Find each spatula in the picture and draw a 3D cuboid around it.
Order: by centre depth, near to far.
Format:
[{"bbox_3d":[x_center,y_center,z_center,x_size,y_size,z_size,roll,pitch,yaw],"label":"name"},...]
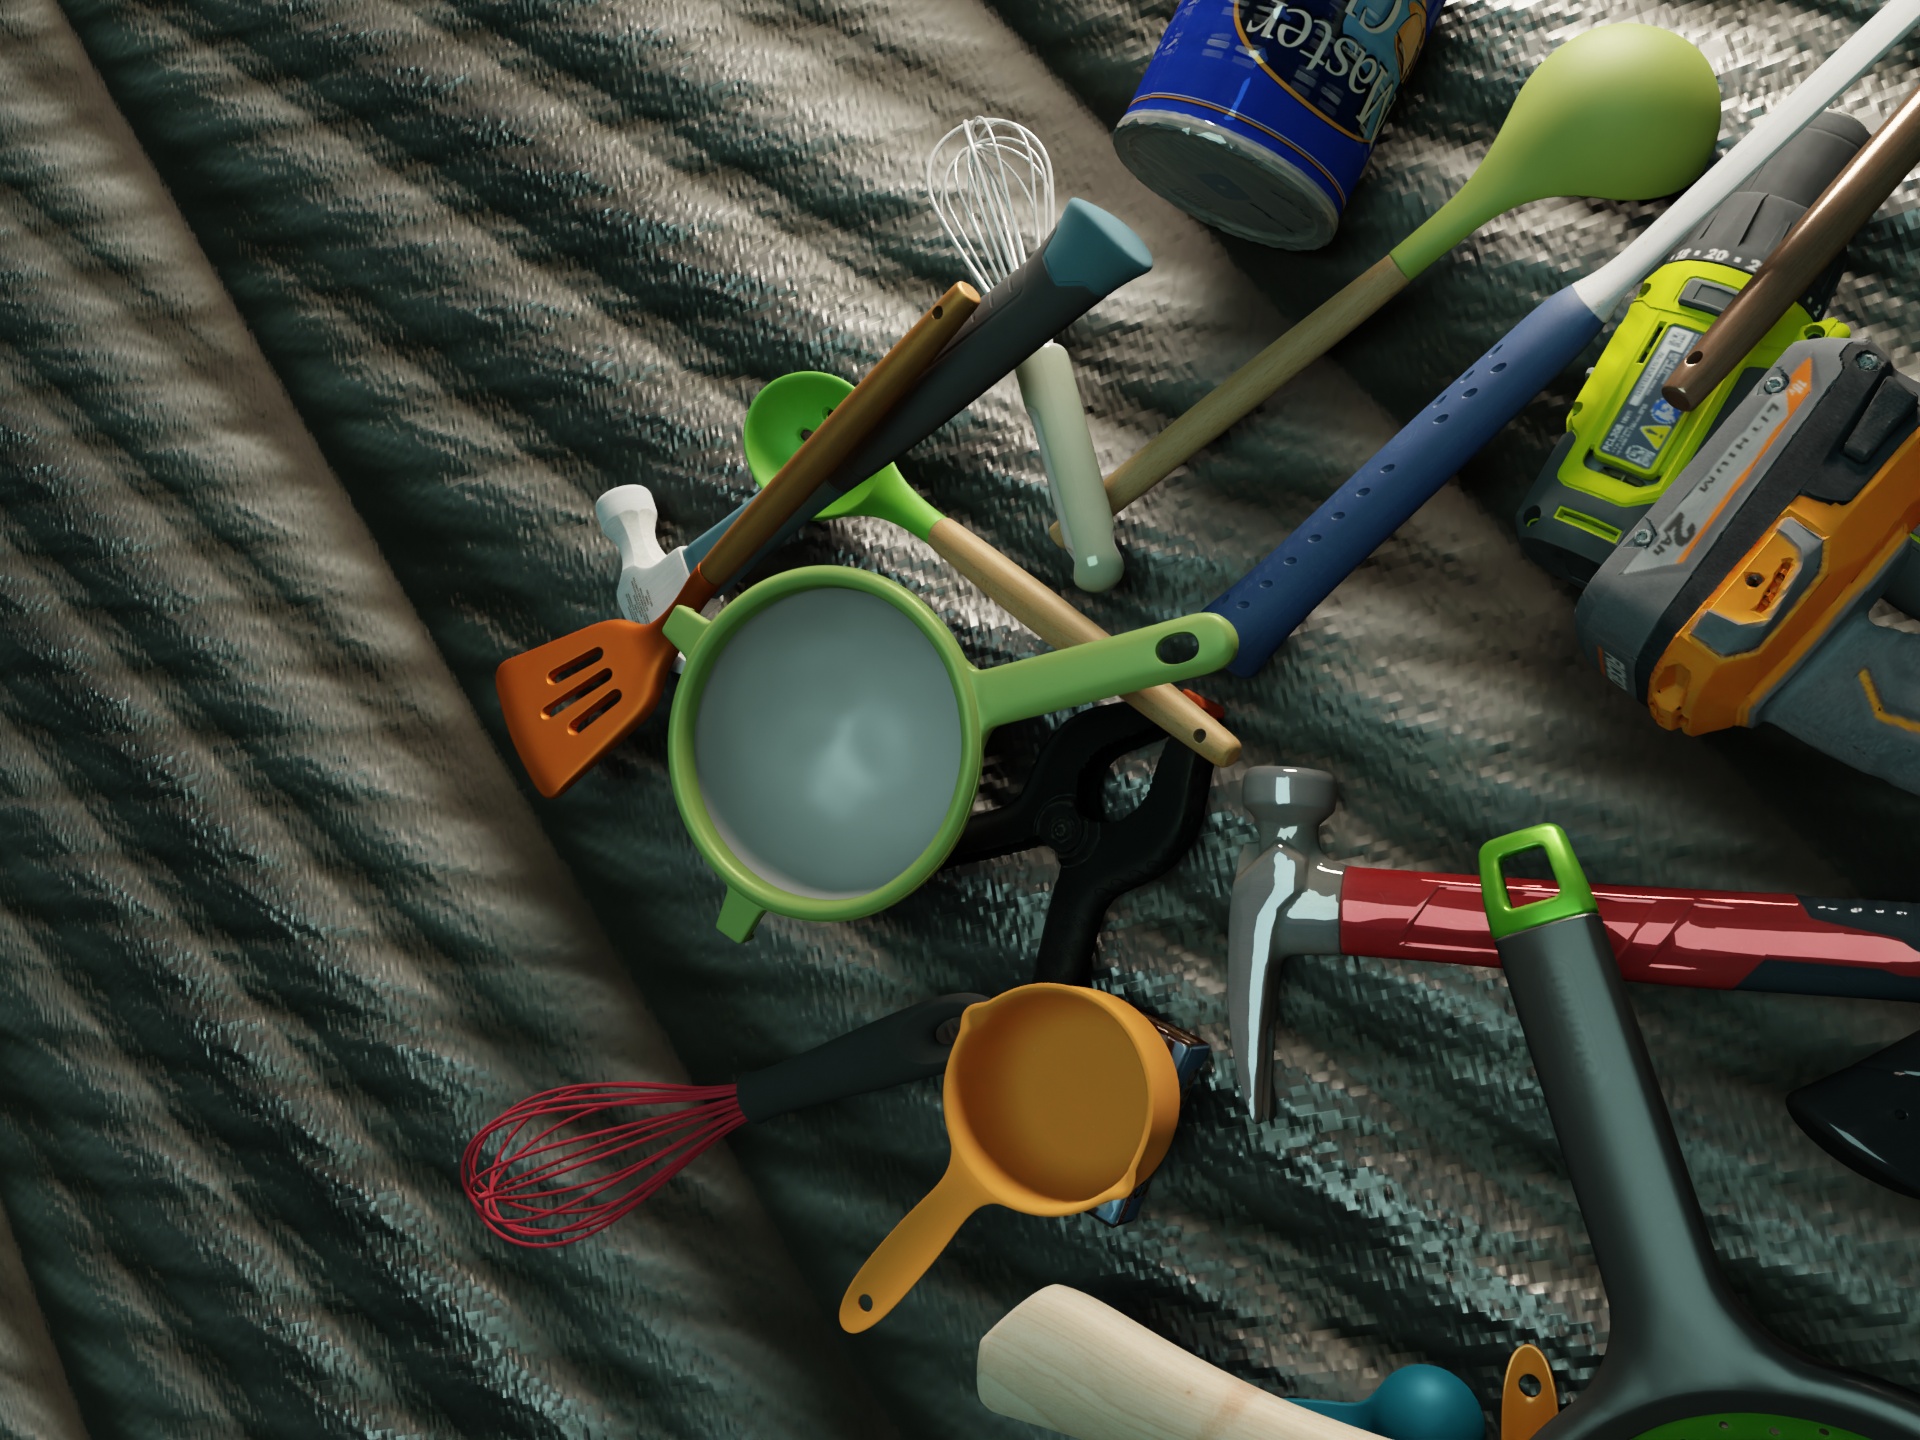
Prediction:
[{"bbox_3d":[-0.105,-0.082,0.718,0.322,0.041,0.081,-42,64,31],"label":"spatula"}]

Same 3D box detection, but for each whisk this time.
[{"bbox_3d":[0.033,-0.170,0.718,0.059,0.057,0.246,-14,72,3],"label":"whisk"},{"bbox_3d":[-0.110,0.178,0.722,0.296,0.073,0.073,-23,72,21],"label":"whisk"}]

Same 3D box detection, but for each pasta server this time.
[{"bbox_3d":[0.344,-0.232,0.545,0.316,0.040,0.060,-49,31,-2],"label":"pasta server"}]

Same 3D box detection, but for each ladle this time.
[{"bbox_3d":[0.168,-0.170,0.674,0.320,0.062,0.078,-37,65,23],"label":"ladle"}]

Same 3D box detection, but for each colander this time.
[{"bbox_3d":[0.255,0.229,0.530,0.204,0.094,0.397,-22,67,27],"label":"colander"}]

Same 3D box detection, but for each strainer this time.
[{"bbox_3d":[-0.001,-0.002,0.677,0.256,0.069,0.151,-15,83,21],"label":"strainer"}]

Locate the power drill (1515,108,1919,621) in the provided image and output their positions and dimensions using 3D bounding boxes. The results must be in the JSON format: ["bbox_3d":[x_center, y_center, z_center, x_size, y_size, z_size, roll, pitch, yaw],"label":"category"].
[{"bbox_3d":[0.340,-0.102,0.556,0.229,0.080,0.190,31,92,29],"label":"power drill"}]

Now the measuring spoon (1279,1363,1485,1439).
[{"bbox_3d":[0.136,0.275,0.616,0.128,0.021,0.042,-12,76,22],"label":"measuring spoon"}]

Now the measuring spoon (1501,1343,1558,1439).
[{"bbox_3d":[0.212,0.292,0.587,0.021,0.011,0.117,-3,76,25],"label":"measuring spoon"}]

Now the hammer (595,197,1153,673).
[{"bbox_3d":[-0.049,-0.124,0.719,0.331,0.033,0.128,-32,71,35],"label":"hammer"}]

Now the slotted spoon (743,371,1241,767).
[{"bbox_3d":[0.006,-0.070,0.714,0.314,0.031,0.070,40,108,33],"label":"slotted spoon"}]

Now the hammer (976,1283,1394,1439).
[{"bbox_3d":[0.182,0.264,0.490,0.411,0.038,0.146,3,82,34],"label":"hammer"}]

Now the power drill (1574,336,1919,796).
[{"bbox_3d":[0.318,-0.015,0.458,0.227,0.084,0.164,42,96,27],"label":"power drill"}]

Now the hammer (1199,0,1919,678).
[{"bbox_3d":[0.236,-0.161,0.577,0.405,0.035,0.144,-45,21,30],"label":"hammer"}]

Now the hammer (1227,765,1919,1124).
[{"bbox_3d":[0.287,0.095,0.568,0.386,0.038,0.143,2,83,26],"label":"hammer"}]

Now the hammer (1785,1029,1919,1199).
[{"bbox_3d":[0.436,0.022,0.471,0.409,0.036,0.149,-32,66,5],"label":"hammer"}]

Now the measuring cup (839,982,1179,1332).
[{"bbox_3d":[0.017,0.181,0.639,0.095,0.052,0.173,45,103,26],"label":"measuring cup"}]
